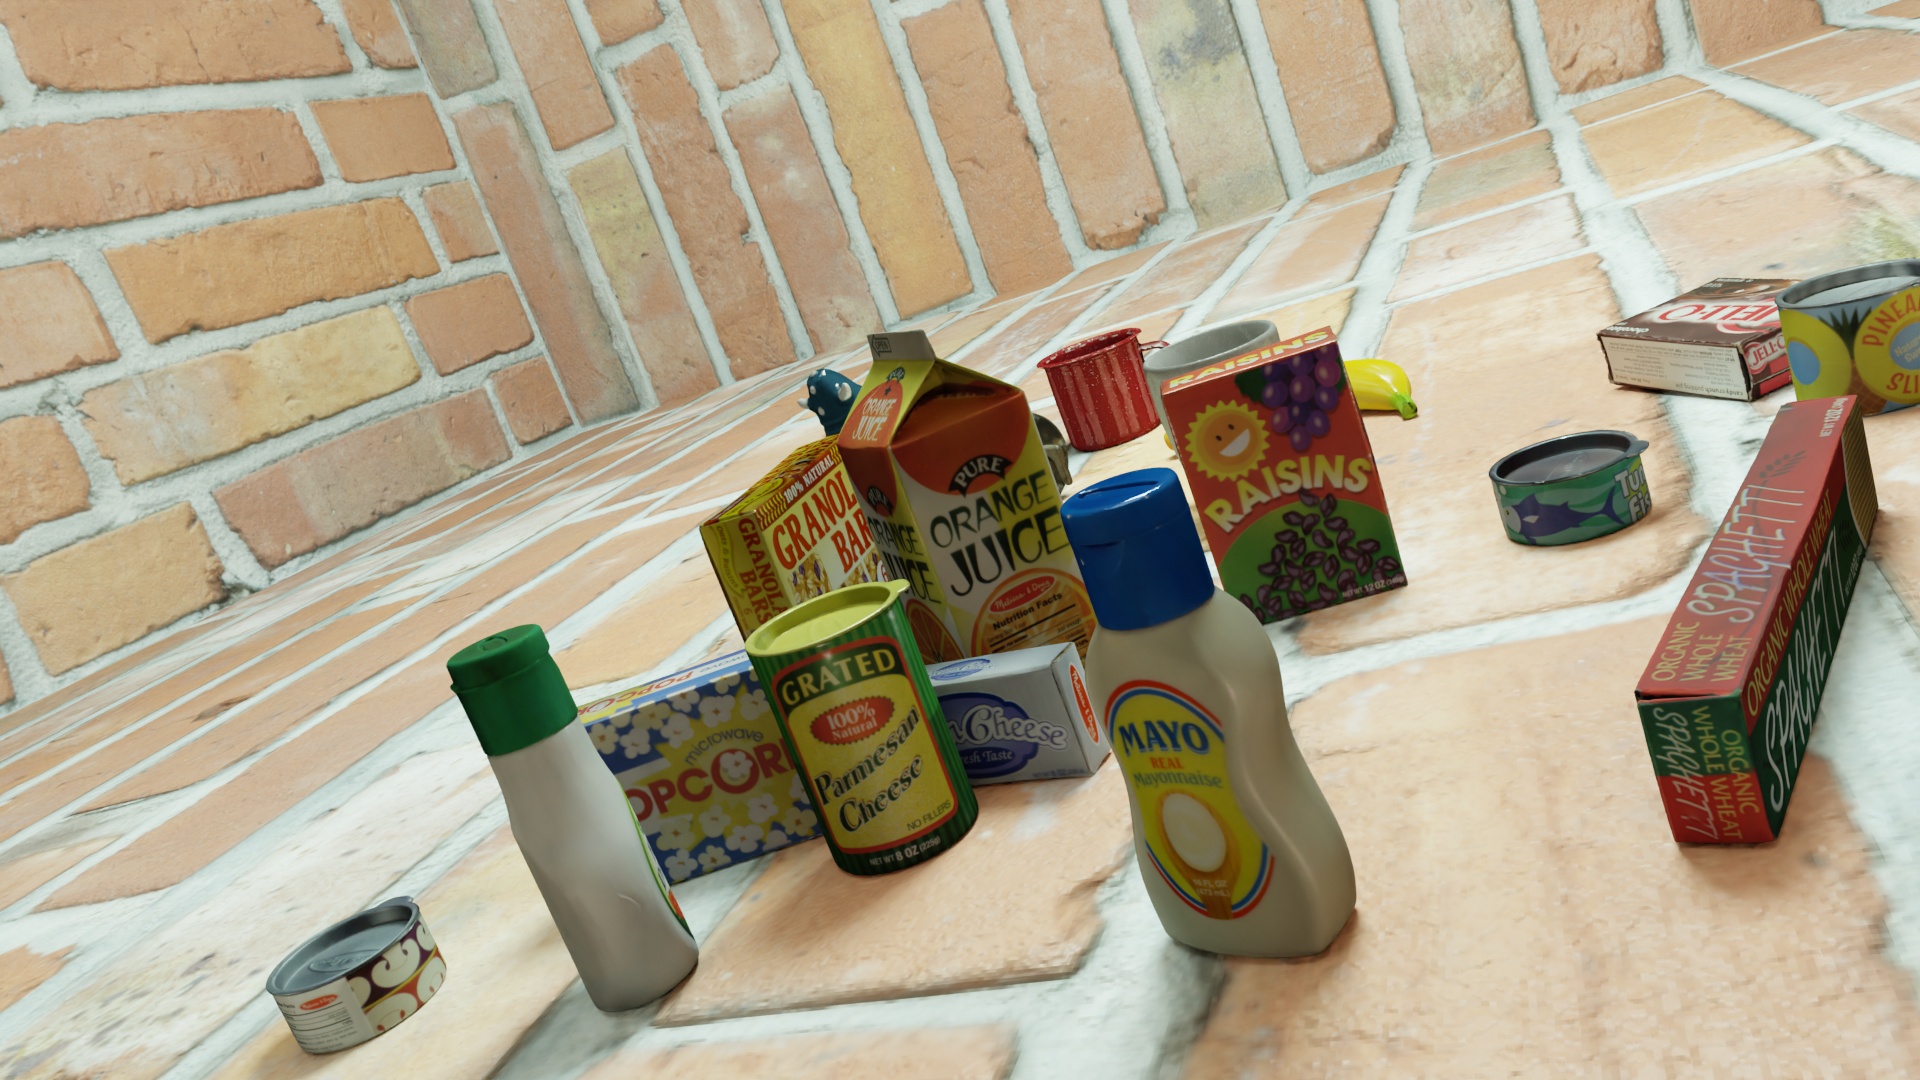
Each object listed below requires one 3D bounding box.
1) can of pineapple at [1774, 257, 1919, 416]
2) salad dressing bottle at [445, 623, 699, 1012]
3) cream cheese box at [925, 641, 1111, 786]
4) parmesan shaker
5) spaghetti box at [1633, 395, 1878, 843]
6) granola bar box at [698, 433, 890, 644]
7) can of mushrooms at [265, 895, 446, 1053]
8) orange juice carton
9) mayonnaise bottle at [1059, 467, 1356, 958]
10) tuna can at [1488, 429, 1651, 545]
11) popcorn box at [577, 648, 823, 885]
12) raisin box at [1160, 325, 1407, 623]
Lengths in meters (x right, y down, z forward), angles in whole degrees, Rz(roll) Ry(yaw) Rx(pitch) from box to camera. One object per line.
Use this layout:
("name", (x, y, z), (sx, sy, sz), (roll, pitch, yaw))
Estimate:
("can of pineapple", (0.433, -0.096, 0.663), (0.071, 0.057, 0.071), (-19, 13, 5))
("salad dressing bottle", (-0.147, 0.105, 0.527), (0.044, 0.147, 0.064), (-26, 14, -24))
("cream cheese box", (0.009, 0.079, 0.603), (0.103, 0.053, 0.024), (-12, 16, 32))
("parmesan shaker", (-0.037, 0.076, 0.573), (0.071, 0.103, 0.071), (-19, 13, 5))
("spaghetti box", (0.277, 0.015, 0.471), (0.028, 0.050, 0.251), (-8, 18, 42))
("granola bar box", (-0.086, 0.018, 0.826), (0.039, 0.124, 0.166), (-16, 14, 18))
("can of mushrooms", (-0.261, 0.188, 0.606), (0.071, 0.033, 0.071), (-19, 14, 5))
("orange juice carton", (0.002, -0.008, 0.653), (0.073, 0.192, 0.072), (-25, 14, -19))
("mayonnaise bottle", (0.069, 0.052, 0.417), (0.064, 0.147, 0.041), (-8, 18, 42))
("tuna can", (0.287, -0.025, 0.649), (0.071, 0.032, 0.071), (-19, 14, 5))
("popcorn box", (-0.116, 0.102, 0.624), (0.127, 0.085, 0.038), (-19, 13, 5))
("raisin box", (0.154, -0.029, 0.663), (0.086, 0.123, 0.040), (-17, 14, 14))
